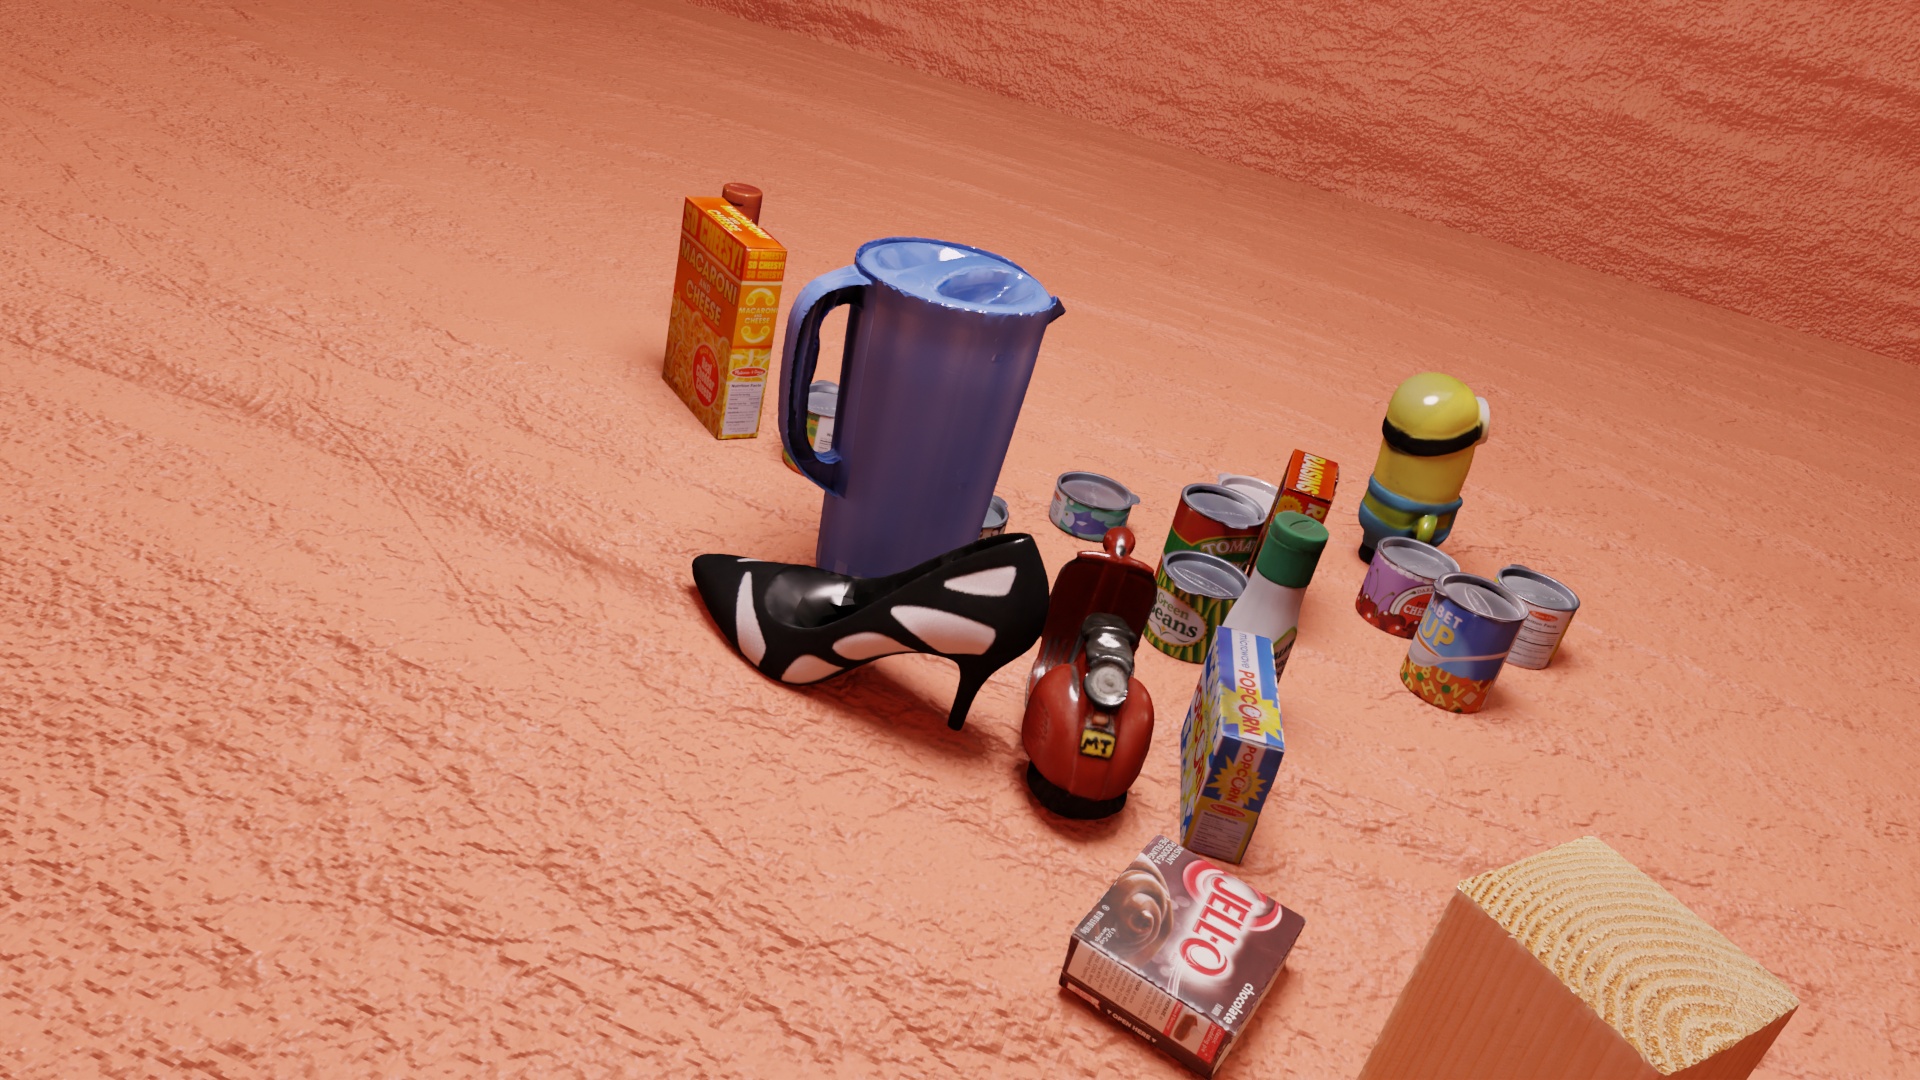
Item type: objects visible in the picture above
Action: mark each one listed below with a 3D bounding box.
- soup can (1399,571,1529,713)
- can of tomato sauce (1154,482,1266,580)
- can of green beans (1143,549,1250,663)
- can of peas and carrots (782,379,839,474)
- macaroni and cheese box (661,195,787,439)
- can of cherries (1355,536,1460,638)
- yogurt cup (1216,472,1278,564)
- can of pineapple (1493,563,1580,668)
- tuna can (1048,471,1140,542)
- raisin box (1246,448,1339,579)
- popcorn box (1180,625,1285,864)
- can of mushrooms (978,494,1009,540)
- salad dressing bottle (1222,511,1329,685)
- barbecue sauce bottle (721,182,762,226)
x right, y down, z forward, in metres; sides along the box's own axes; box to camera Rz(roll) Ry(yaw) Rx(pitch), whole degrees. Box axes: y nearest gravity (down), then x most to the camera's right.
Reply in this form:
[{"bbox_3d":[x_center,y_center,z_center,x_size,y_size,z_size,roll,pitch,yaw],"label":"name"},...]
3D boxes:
[{"bbox_3d":[0.367,0.075,1.025,0.071,0.083,0.072,11,27,-6],"label":"soup can"},{"bbox_3d":[0.191,0.008,1.065,0.071,0.082,0.071,11,27,-6],"label":"can of tomato sauce"},{"bbox_3d":[0.171,0.048,1.008,0.071,0.057,0.071,11,27,-6],"label":"can of green beans"},{"bbox_3d":[-0.109,-0.090,1.131,0.071,0.058,0.071,11,27,-6],"label":"can of peas and carrots"},{"bbox_3d":[-0.198,-0.185,1.152,0.040,0.165,0.124,-6,34,-35],"label":"macaroni and cheese box"},{"bbox_3d":[0.359,0.039,1.114,0.071,0.058,0.072,11,27,-6],"label":"can of cherries"},{"bbox_3d":[0.240,-0.016,1.166,0.072,0.053,0.073,11,27,-6],"label":"yogurt cup"},{"bbox_3d":[0.455,0.061,1.120,0.071,0.057,0.071,11,27,-6],"label":"can of pineapple"},{"bbox_3d":[0.110,-0.028,1.148,0.071,0.032,0.071,11,27,-6],"label":"tuna can"},{"bbox_3d":[0.249,0.003,1.059,0.040,0.122,0.086,20,28,11],"label":"raisin box"},{"bbox_3d":[0.162,0.120,0.840,0.038,0.084,0.127,15,27,1],"label":"popcorn box"},{"bbox_3d":[0.004,-0.013,1.070,0.071,0.033,0.071,11,27,-6],"label":"can of mushrooms"},{"bbox_3d":[0.201,0.053,0.916,0.064,0.147,0.044,-15,39,-44],"label":"salad dressing bottle"},{"bbox_3d":[-0.214,-0.257,1.298,0.065,0.147,0.044,18,27,7],"label":"barbecue sauce bottle"}]
